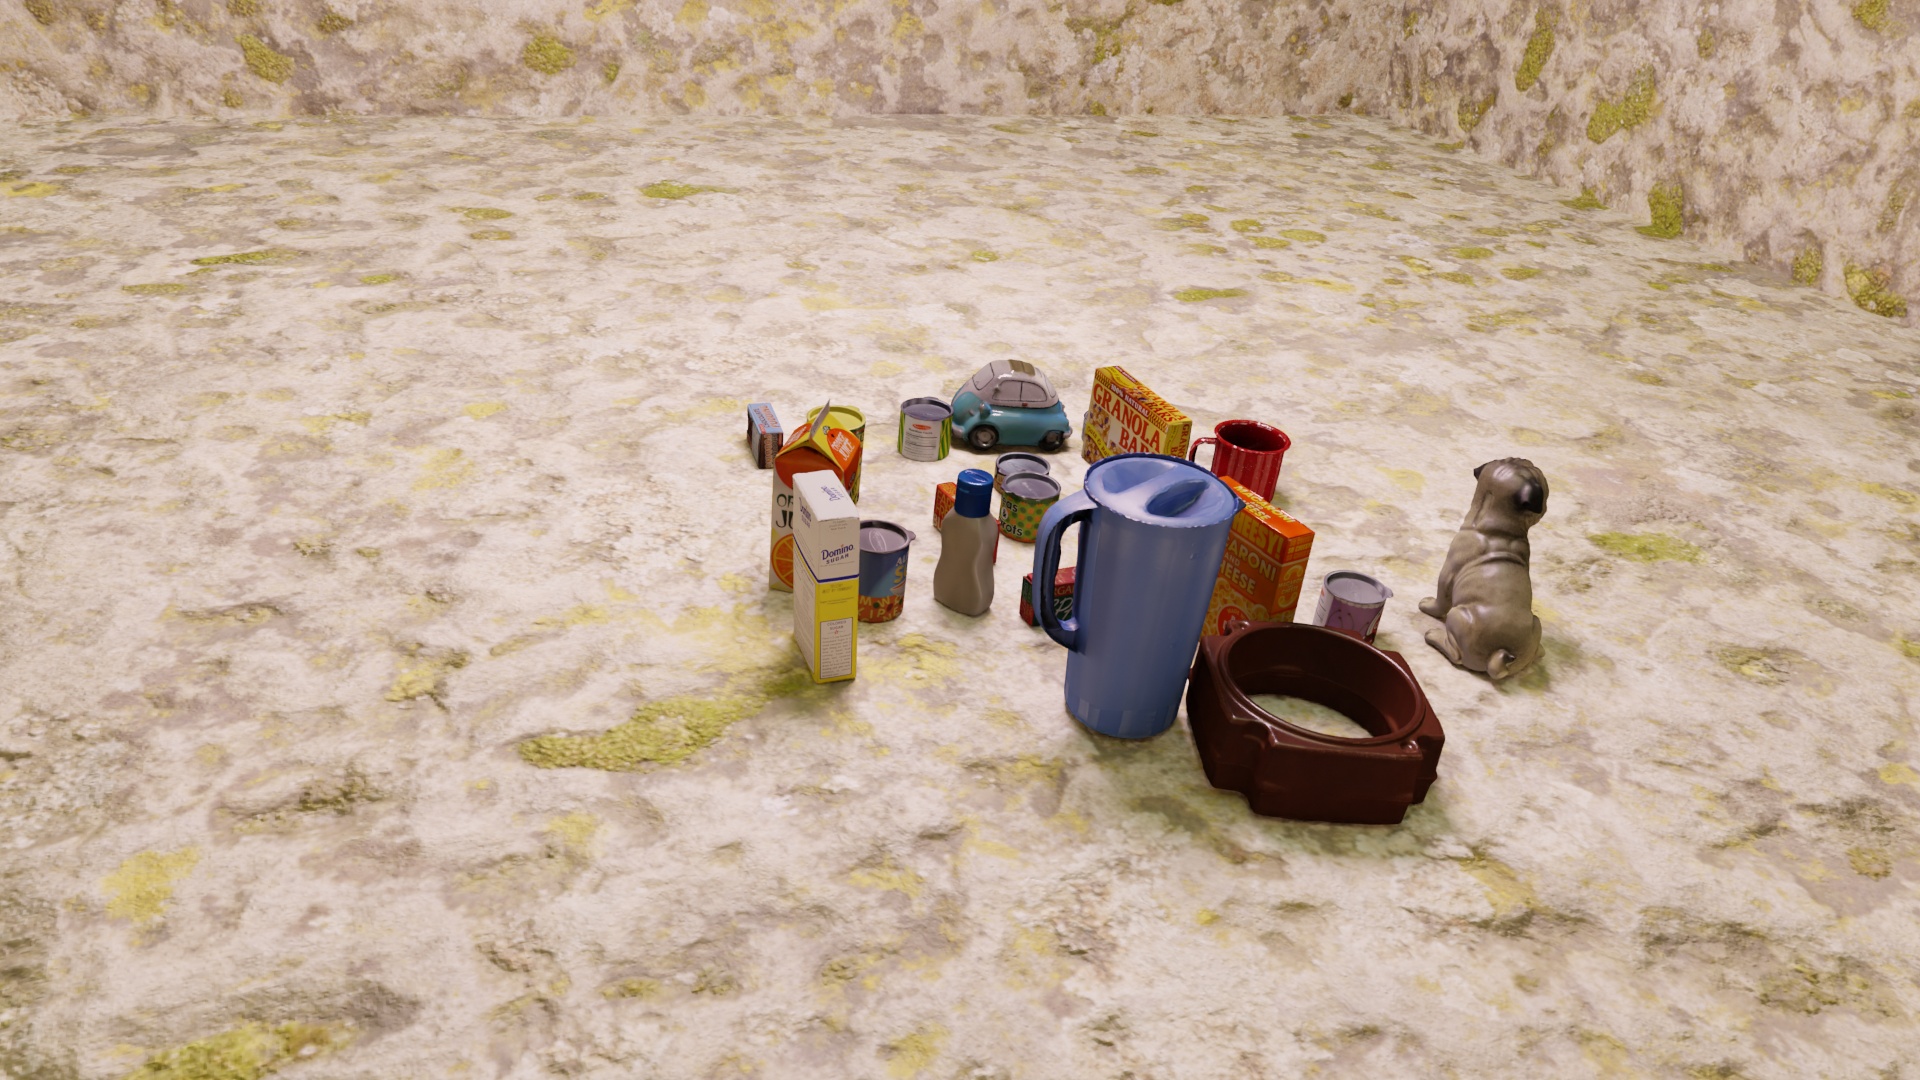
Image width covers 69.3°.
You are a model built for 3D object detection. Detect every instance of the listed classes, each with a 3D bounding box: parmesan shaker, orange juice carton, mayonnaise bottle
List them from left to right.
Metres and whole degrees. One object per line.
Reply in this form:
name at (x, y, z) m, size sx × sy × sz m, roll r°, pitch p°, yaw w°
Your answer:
orange juice carton at (-0.145, -0.043, 1.394) m, size 0.073 × 0.191 × 0.072 m, roll 10°, pitch 30°, yaw 6°
parmesan shaker at (-0.142, -0.095, 1.574) m, size 0.071 × 0.102 × 0.071 m, roll 5°, pitch 29°, yaw -3°
mayonnaise bottle at (0.008, 0.001, 1.394) m, size 0.065 × 0.147 × 0.041 m, roll 25°, pitch 34°, yaw 29°

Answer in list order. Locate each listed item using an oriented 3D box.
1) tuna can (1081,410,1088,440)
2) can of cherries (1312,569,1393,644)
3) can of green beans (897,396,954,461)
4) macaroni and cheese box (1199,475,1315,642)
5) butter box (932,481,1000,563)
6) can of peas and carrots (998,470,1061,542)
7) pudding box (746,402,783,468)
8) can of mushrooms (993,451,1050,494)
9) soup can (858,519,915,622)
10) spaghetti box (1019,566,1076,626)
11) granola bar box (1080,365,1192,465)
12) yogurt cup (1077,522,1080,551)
tuna can at (0.192, -0.145, 1.800) m, size 0.071 × 0.032 × 0.071 m, roll 5°, pitch 30°, yaw -3°
can of cherries at (0.406, 0.072, 1.440) m, size 0.071 × 0.058 × 0.072 m, roll 5°, pitch 30°, yaw -3°
can of green beans at (-0.043, -0.137, 1.714) m, size 0.071 × 0.057 × 0.071 m, roll 5°, pitch 30°, yaw -3°
macaroni and cheese box at (0.276, 0.037, 1.366) m, size 0.040 × 0.165 × 0.124 m, roll -13°, pitch 35°, yaw -31°
butter box at (0.005, -0.019, 1.523) m, size 0.024 × 0.052 × 0.104 m, roll -12°, pitch 34°, yaw -29°
can of peas and carrots at (0.075, -0.037, 1.564) m, size 0.071 × 0.058 × 0.071 m, roll 5°, pitch 30°, yaw -3°
pudding box at (-0.235, -0.126, 1.665) m, size 0.030 × 0.049 × 0.084 m, roll -4°, pitch 31°, yaw -18°
can of mushrooms at (0.071, -0.077, 1.656) m, size 0.071 × 0.033 × 0.071 m, roll 5°, pitch 30°, yaw -3°
soup can at (-0.083, 0.031, 1.387) m, size 0.071 × 0.083 × 0.072 m, roll 5°, pitch 30°, yaw -3°
spaghetti box at (0.179, 0.046, 1.448) m, size 0.251 × 0.050 × 0.029 m, roll -8°, pitch 32°, yaw -24°
granola bar box at (0.210, -0.122, 1.673) m, size 0.039 × 0.123 × 0.166 m, roll -9°, pitch 33°, yaw -25°
yogurt cup at (0.157, 0.011, 1.501) m, size 0.072 × 0.053 × 0.073 m, roll 5°, pitch 30°, yaw -3°
